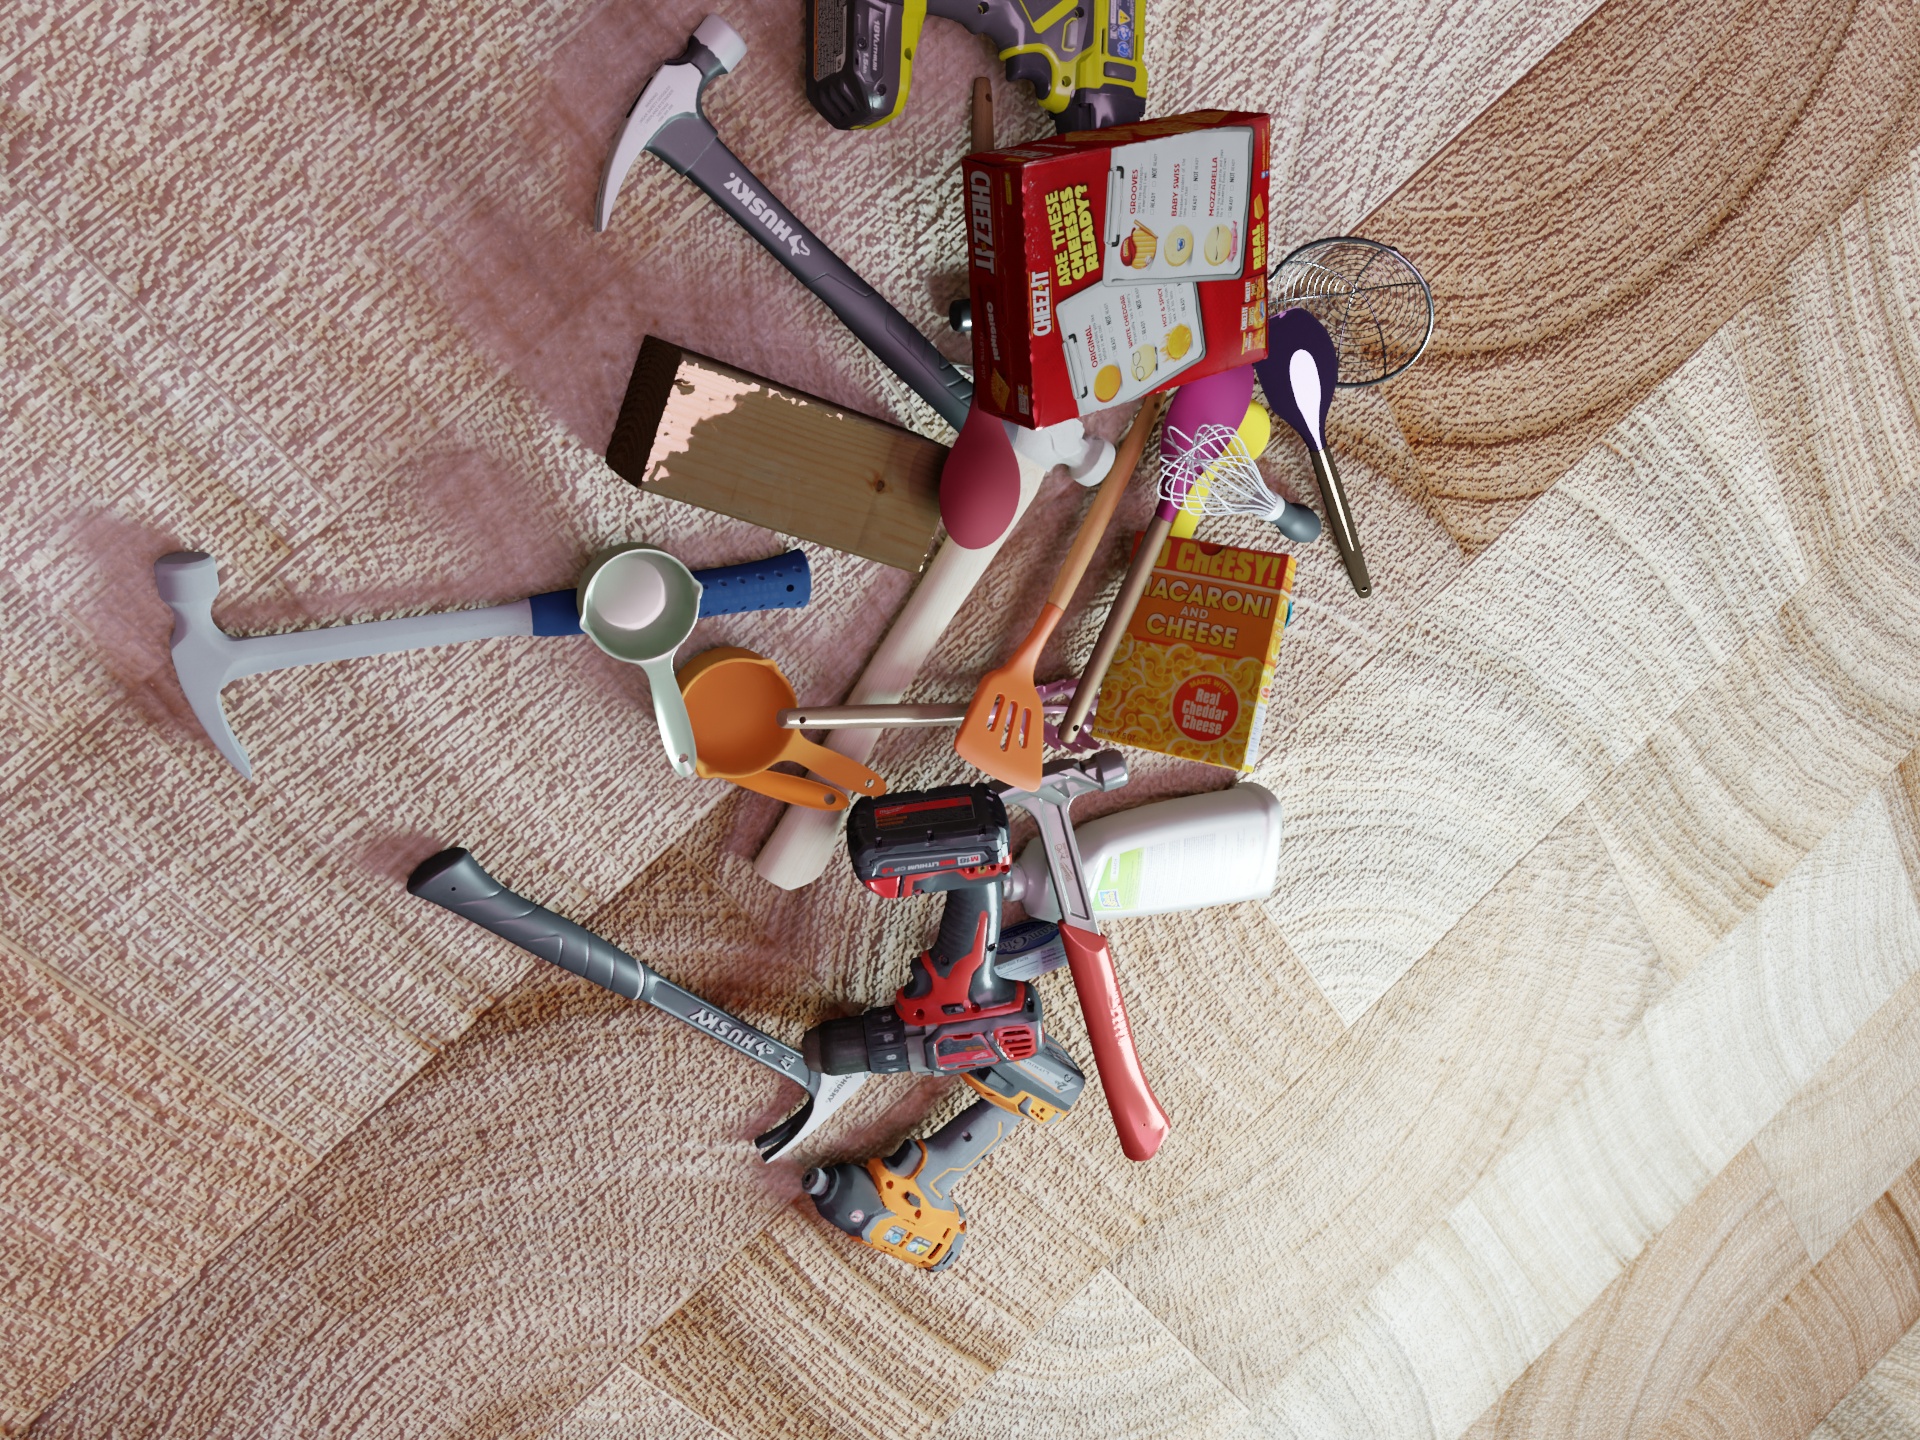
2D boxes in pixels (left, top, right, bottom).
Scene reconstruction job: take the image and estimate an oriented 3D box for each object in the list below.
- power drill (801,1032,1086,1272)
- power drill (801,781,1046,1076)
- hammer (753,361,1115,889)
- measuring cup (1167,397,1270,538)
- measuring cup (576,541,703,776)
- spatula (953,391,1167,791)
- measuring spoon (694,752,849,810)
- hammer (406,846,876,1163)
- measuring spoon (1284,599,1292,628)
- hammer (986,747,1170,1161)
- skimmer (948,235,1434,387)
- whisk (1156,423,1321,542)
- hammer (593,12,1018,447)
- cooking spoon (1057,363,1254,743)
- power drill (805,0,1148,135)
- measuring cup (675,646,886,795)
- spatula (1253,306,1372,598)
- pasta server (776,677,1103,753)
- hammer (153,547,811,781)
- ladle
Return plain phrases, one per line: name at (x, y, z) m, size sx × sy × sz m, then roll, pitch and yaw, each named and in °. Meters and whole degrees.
power drill at (-0.019, 0.347, 1.331) m, size 0.164 × 0.084 × 0.226 m, roll 34°, pitch 96°, yaw -33°
power drill at (-0.037, 0.171, 1.195) m, size 0.188 × 0.080 × 0.226 m, roll -8°, pitch 115°, yaw -2°
hammer at (-0.045, -0.061, 1.173) m, size 0.146 × 0.038 × 0.410 m, roll 28°, pitch 96°, yaw -32°
measuring cup at (0.196, -0.182, 1.251) m, size 0.062 × 0.029 × 0.156 m, roll 18°, pitch 100°, yaw -32°
measuring cup at (-0.205, -0.040, 1.056) m, size 0.083 × 0.038 × 0.167 m, roll -21°, pitch 120°, yaw -19°
spatula at (0.086, -0.106, 1.189) m, size 0.081 × 0.041 × 0.322 m, roll 28°, pitch 85°, yaw -27°
measuring spoon at (-0.137, 0.045, 1.162) m, size 0.117 × 0.011 × 0.021 m, roll 16°, pitch 101°, yaw -10°
hammer at (-0.231, 0.205, 1.189) m, size 0.408 × 0.036 × 0.149 m, roll 37°, pitch 92°, yaw -33°
measuring spoon at (0.245, -0.050, 1.343) m, size 0.042 × 0.021 × 0.128 m, roll -9°, pitch 124°, yaw -38°
hammer at (0.098, 0.203, 1.282) m, size 0.149 × 0.037 × 0.358 m, roll -18°, pitch 110°, yaw -8°
skimmer at (0.172, -0.289, 1.159) m, size 0.363 × 0.090 × 0.127 m, roll -10°, pitch 143°, yaw -22°
whisk at (0.220, -0.170, 1.200) m, size 0.284 × 0.070 × 0.070 m, roll 9°, pitch 108°, yaw -60°
hammer at (-0.085, -0.281, 1.040) m, size 0.334 × 0.035 × 0.146 m, roll 40°, pitch 90°, yaw -26°
cooking spoon at (0.142, -0.128, 1.195) m, size 0.068 × 0.017 × 0.319 m, roll 16°, pitch 103°, yaw -35°
power drill at (0.019, -0.431, 1.016) m, size 0.223 × 0.080 × 0.171 m, roll -2°, pitch 98°, yaw -28°
measuring cup at (-0.130, 0.009, 1.141) m, size 0.173 × 0.052 × 0.095 m, roll 28°, pitch 96°, yaw -29°
spatula at (0.290, -0.201, 1.257) m, size 0.060 × 0.018 × 0.315 m, roll -23°, pitch 137°, yaw 9°
pasta server at (-0.002, -0.004, 1.177) m, size 0.316 × 0.040 × 0.060 m, roll -2°, pitch 100°, yaw -43°
hammer at (-0.294, -0.061, 1.045) m, size 0.405 × 0.035 × 0.144 m, roll -10°, pitch 114°, yaw -24°
ladle at (0.015, -0.273, 1.061) m, size 0.069 × 0.031 × 0.315 m, roll 1°, pitch 87°, yaw -41°
